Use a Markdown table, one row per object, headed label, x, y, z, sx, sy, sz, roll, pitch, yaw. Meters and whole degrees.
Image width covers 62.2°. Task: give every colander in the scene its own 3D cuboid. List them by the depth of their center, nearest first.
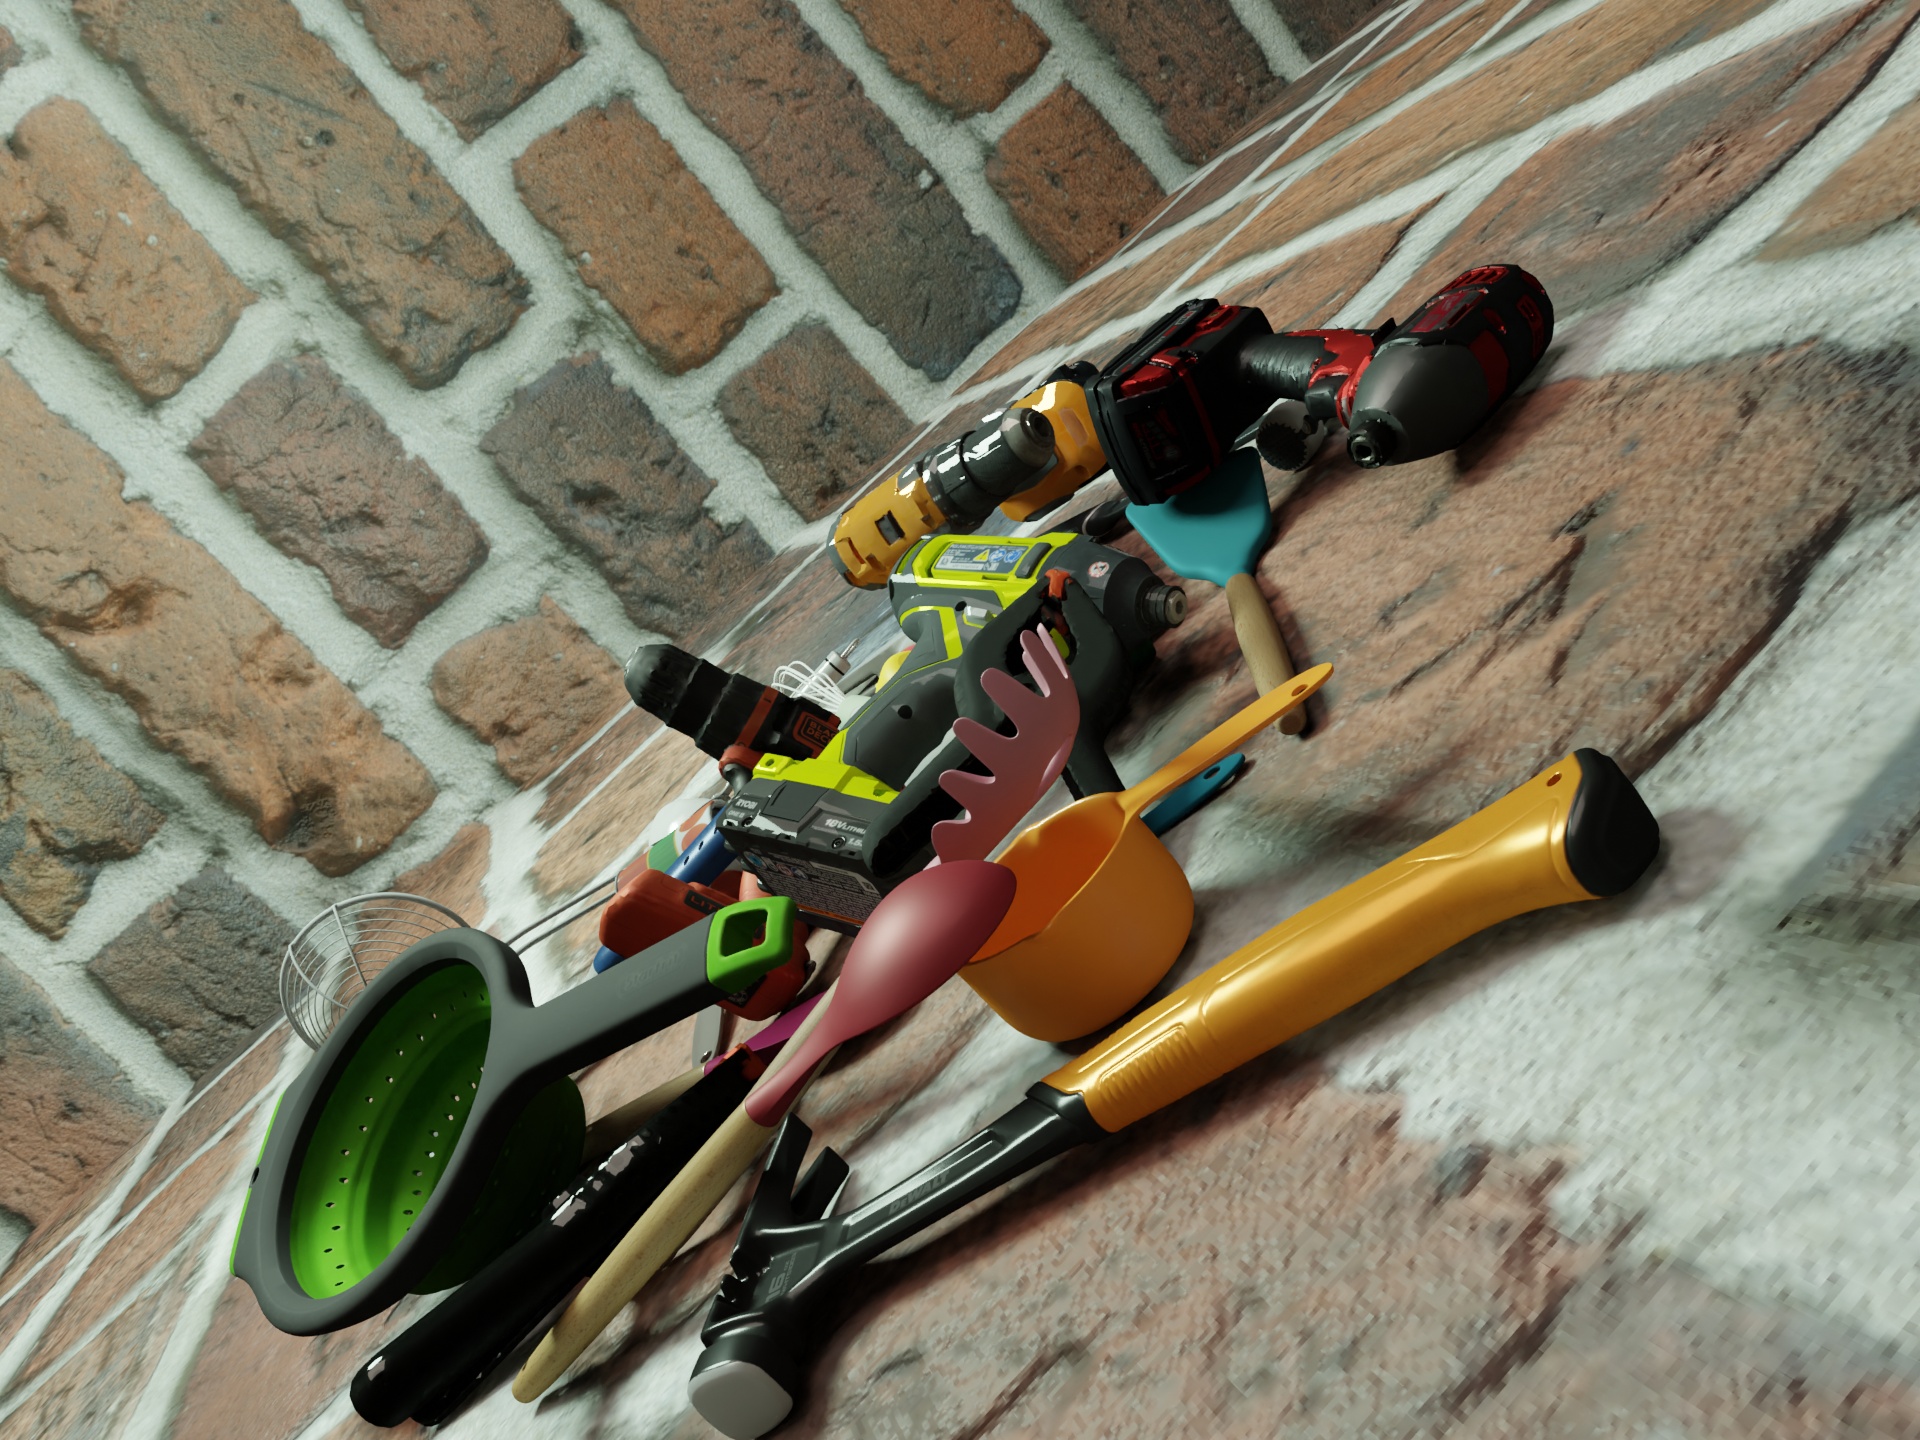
| label | x | y | z | sx | sy | sz | roll | pitch | yaw |
| --- | --- | --- | --- | --- | --- | --- | --- | --- | --- |
| colander | -0.196 | 0.182 | 0.763 | 0.397 | 0.094 | 0.205 | -29 | 42 | 31 |

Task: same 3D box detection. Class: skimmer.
| label | x | y | z | sx | sy | sz | roll | pitch | yaw |
| --- | --- | --- | --- | --- | --- | --- | --- | --- | --- |
| skimmer | -0.273 | 0.118 | 1.081 | 0.090 | 0.127 | 0.363 | 7 | 27 | 41 |

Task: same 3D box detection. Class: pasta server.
| label | x | y | z | sx | sy | sz | roll | pitch | yaw |
| --- | --- | --- | --- | --- | --- | --- | --- | --- | --- |
| pasta server | -0.047 | 0.099 | 0.610 | 0.316 | 0.040 | 0.060 | -54 | -8 | 19 |

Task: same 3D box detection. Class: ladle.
| label | x | y | z | sx | sy | sz | roll | pitch | yaw |
| --- | --- | --- | --- | --- | --- | --- | --- | --- | --- |
| ladle | -0.085 | 0.159 | 0.583 | 0.315 | 0.031 | 0.069 | -51 | 11 | 23 |

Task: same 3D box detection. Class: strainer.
| label | x | y | z | sx | sy | sz | roll | pitch | yaw |
| --- | --- | --- | --- | --- | --- | --- | --- | --- | --- |
| strainer | -0.163 | 0.035 | 1.194 | 0.258 | 0.050 | 0.086 | -48 | -13 | 1 |

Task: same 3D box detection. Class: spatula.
| label | x | y | z | sx | sy | sz | roll | pitch | yaw |
| --- | --- | --- | --- | --- | --- | --- | --- | --- | --- |
| spatula | 0.133 | -0.066 | 0.776 | 0.082 | 0.044 | 0.318 | -25 | 19 | 12 |

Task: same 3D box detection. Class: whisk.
| label | x | y | z | sx | sy | sz | roll | pitch | yaw |
| --- | --- | --- | --- | --- | --- | --- | --- | --- | --- |
| whisk | -0.069 | -0.004 | 0.975 | 0.059 | 0.058 | 0.246 | -12 | 9 | -25 |

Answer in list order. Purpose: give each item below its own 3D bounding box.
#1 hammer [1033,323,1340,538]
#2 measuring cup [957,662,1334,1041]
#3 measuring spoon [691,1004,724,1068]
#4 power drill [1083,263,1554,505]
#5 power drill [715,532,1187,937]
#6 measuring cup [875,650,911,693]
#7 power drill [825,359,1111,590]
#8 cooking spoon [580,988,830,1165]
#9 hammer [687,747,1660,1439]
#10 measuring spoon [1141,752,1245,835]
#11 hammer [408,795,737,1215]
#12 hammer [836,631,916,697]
| label | x | y | z | sx | sy | sz | roll | pitch | yaw |
| --- | --- | --- | --- | --- | --- | --- | --- | --- | --- |
| hammer | 0.113 | -0.152 | 1.113 | 0.409 | 0.036 | 0.149 | -25 | 20 | 49 |
| measuring cup | 0.075 | 0.049 | 0.572 | 0.173 | 0.052 | 0.095 | -37 | 14 | 9 |
| measuring spoon | -0.132 | 0.160 | 0.875 | 0.034 | 0.018 | 0.124 | -39 | 21 | 13 |
| power drill | 0.178 | -0.171 | 0.825 | 0.220 | 0.078 | 0.143 | 6 | 42 | 49 |
| power drill | -0.001 | -0.002 | 0.776 | 0.171 | 0.080 | 0.223 | 8 | 53 | 41 |
| measuring cup | -0.005 | -0.044 | 1.066 | 0.156 | 0.062 | 0.029 | -46 | -26 | -55 |
| power drill | 0.033 | -0.176 | 1.080 | 0.185 | 0.084 | 0.226 | -29 | 4 | 43 |
| cooking spoon | -0.137 | 0.185 | 0.792 | 0.319 | 0.017 | 0.069 | -33 | 0 | 33 |
| hammer | 0.053 | 0.105 | 0.492 | 0.337 | 0.034 | 0.127 | -35 | 16 | 23 |
| measuring spoon | 0.063 | 0.046 | 0.669 | 0.128 | 0.021 | 0.042 | -37 | 14 | 17 |
| hammer | -0.225 | 0.163 | 0.973 | 0.405 | 0.035 | 0.144 | -47 | 14 | 6 |
| hammer | -0.080 | 0.036 | 1.053 | 0.143 | 0.038 | 0.386 | -35 | 15 | 29 |
